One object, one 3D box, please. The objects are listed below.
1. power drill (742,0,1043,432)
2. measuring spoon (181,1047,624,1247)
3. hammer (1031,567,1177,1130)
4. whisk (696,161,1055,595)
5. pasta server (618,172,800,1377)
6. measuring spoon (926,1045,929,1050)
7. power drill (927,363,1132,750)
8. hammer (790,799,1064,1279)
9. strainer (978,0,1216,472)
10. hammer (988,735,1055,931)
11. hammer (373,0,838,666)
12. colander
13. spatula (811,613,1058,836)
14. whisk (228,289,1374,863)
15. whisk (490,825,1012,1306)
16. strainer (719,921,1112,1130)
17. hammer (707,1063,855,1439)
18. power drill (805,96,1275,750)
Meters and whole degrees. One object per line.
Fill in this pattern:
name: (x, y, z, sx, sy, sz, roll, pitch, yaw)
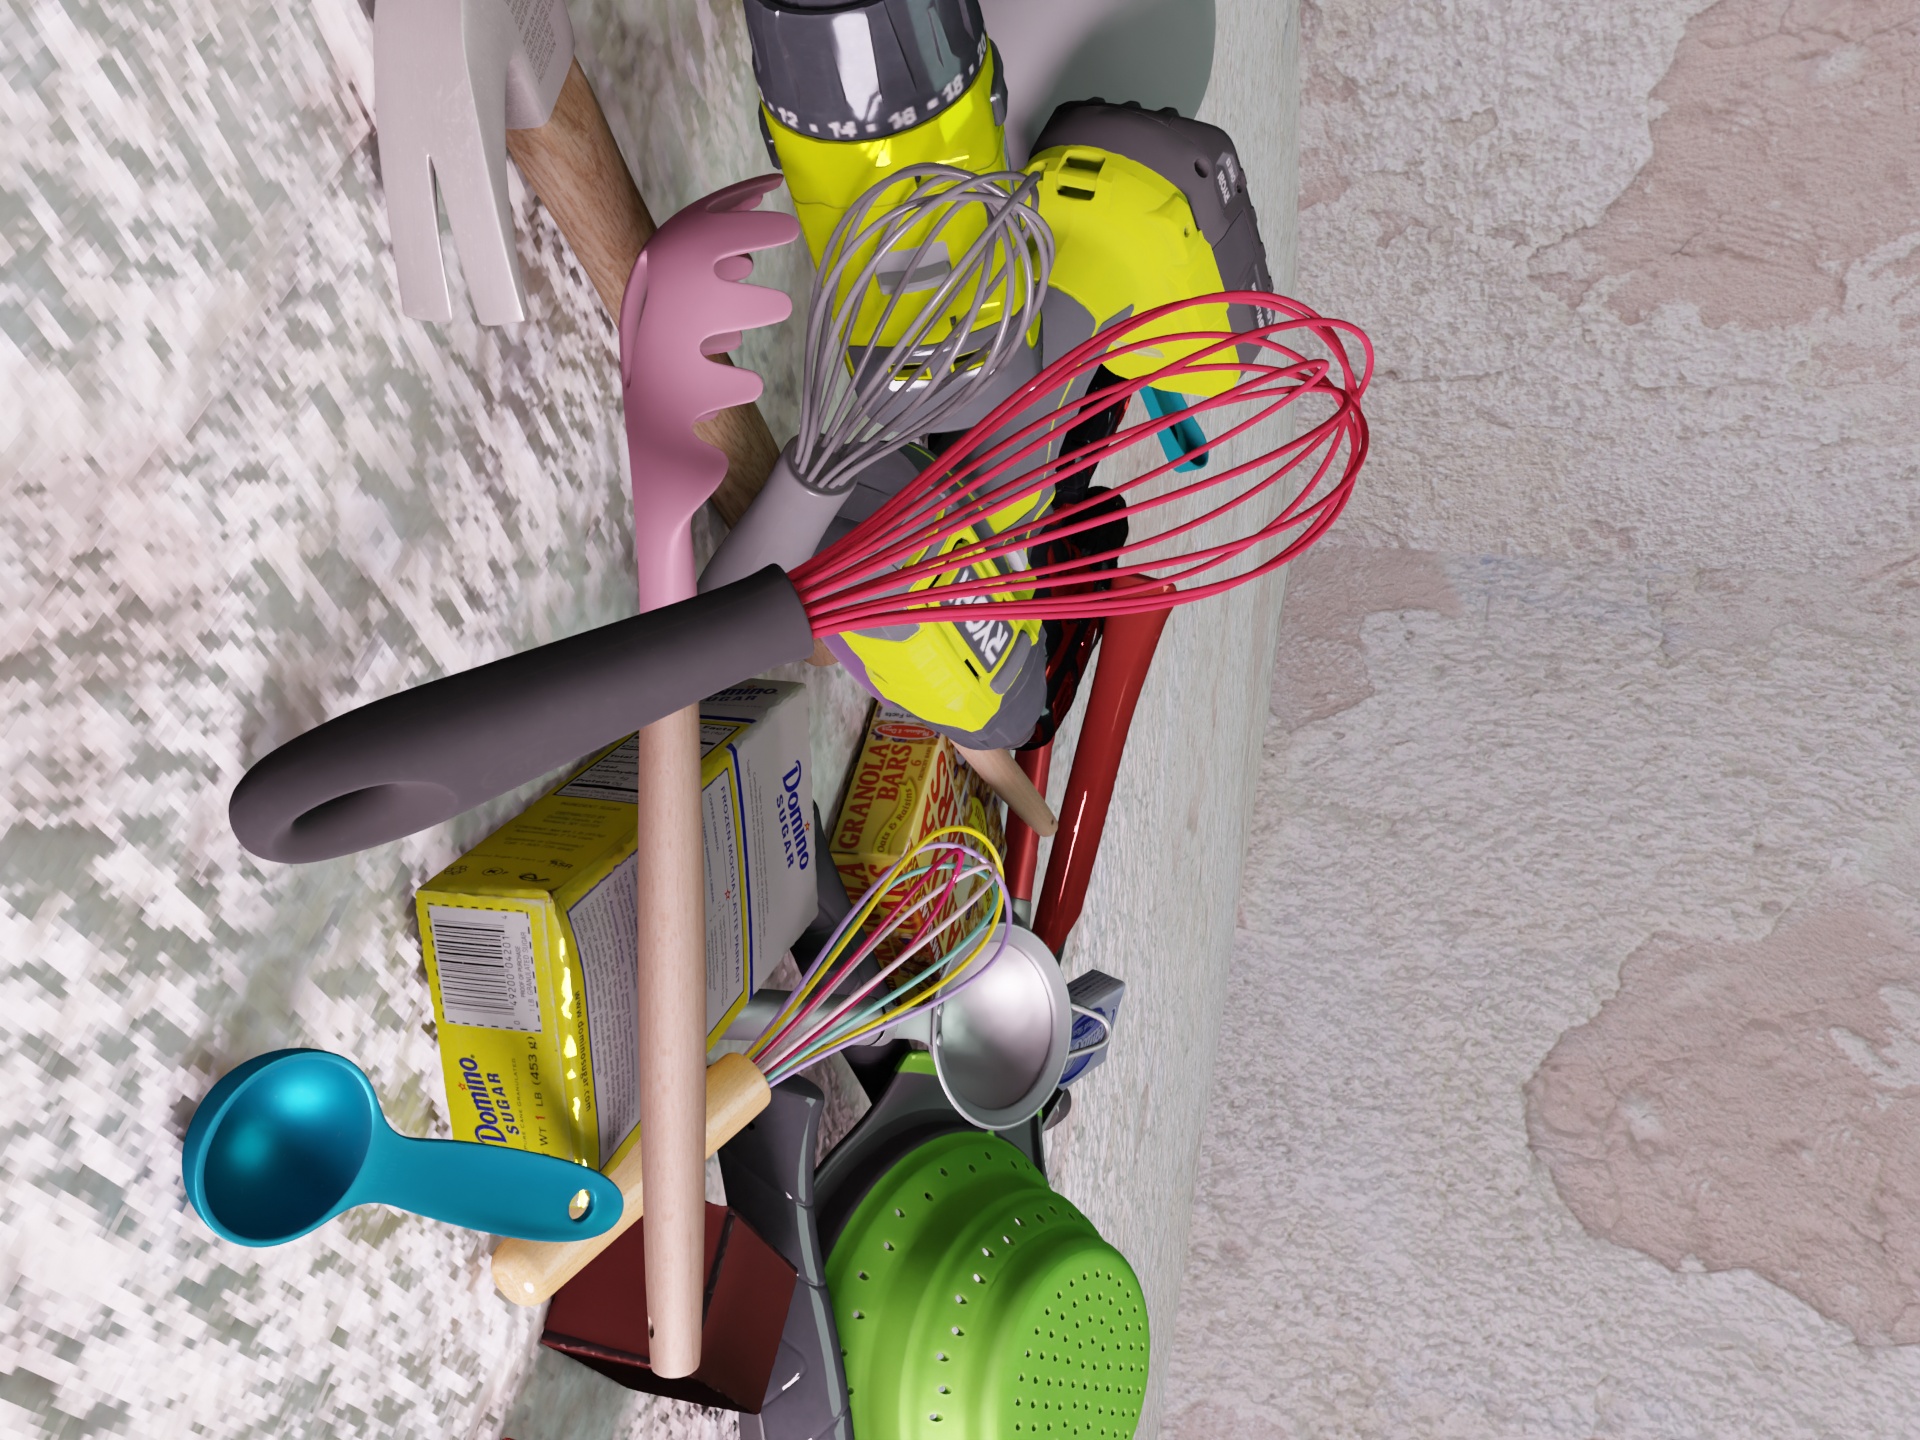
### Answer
power drill: (-0.025, -0.224, 0.458, 0.190, 0.080, 0.229, 71, 12, -58)
measuring spoon: (-0.127, 0.105, 0.374, 0.128, 0.021, 0.042, 38, 68, -52)
hammer: (0.056, 0.092, 0.899, 0.149, 0.037, 0.359, -11, 118, -60)
whisk: (-0.040, -0.069, 0.447, 0.239, 0.055, 0.055, -46, -157, 53)
pasta server: (-0.069, 0.018, 0.419, 0.060, 0.040, 0.316, -165, -105, -70)
measuring spoon: (-0.021, 0.177, 0.868, 0.124, 0.018, 0.034, -72, 162, -59)
power drill: (0.052, -0.115, 0.871, 0.226, 0.080, 0.188, 85, 25, -52)
hammer: (-0.031, 0.146, 0.709, 0.146, 0.035, 0.334, -47, 143, -26)
strainer: (0.074, -0.259, 0.691, 0.340, 0.095, 0.211, 61, 40, -30)
hammer: (0.057, -0.031, 1.028, 0.143, 0.038, 0.386, 44, 53, -72)
hammer: (-0.084, -0.105, 0.493, 0.331, 0.031, 0.130, 67, 32, -61)
colander: (-0.005, 0.339, 0.635, 0.204, 0.094, 0.397, 31, 66, -45)
spatula: (-0.001, -0.002, 0.710, 0.315, 0.018, 0.060, 51, 46, -61)
whisk: (-0.022, -0.032, 0.375, 0.073, 0.296, 0.073, 56, -19, 31)
whisk: (-0.059, 0.105, 0.535, 0.245, 0.051, 0.047, -36, 142, -44)
strainer: (-0.030, 0.117, 0.626, 0.258, 0.050, 0.087, 17, 72, -50)
hammer: (-0.047, 0.326, 0.572, 0.036, 0.149, 0.409, 12, 68, -78)
power drill: (0.032, -0.104, 0.605, 0.223, 0.080, 0.171, -60, 149, -14)
